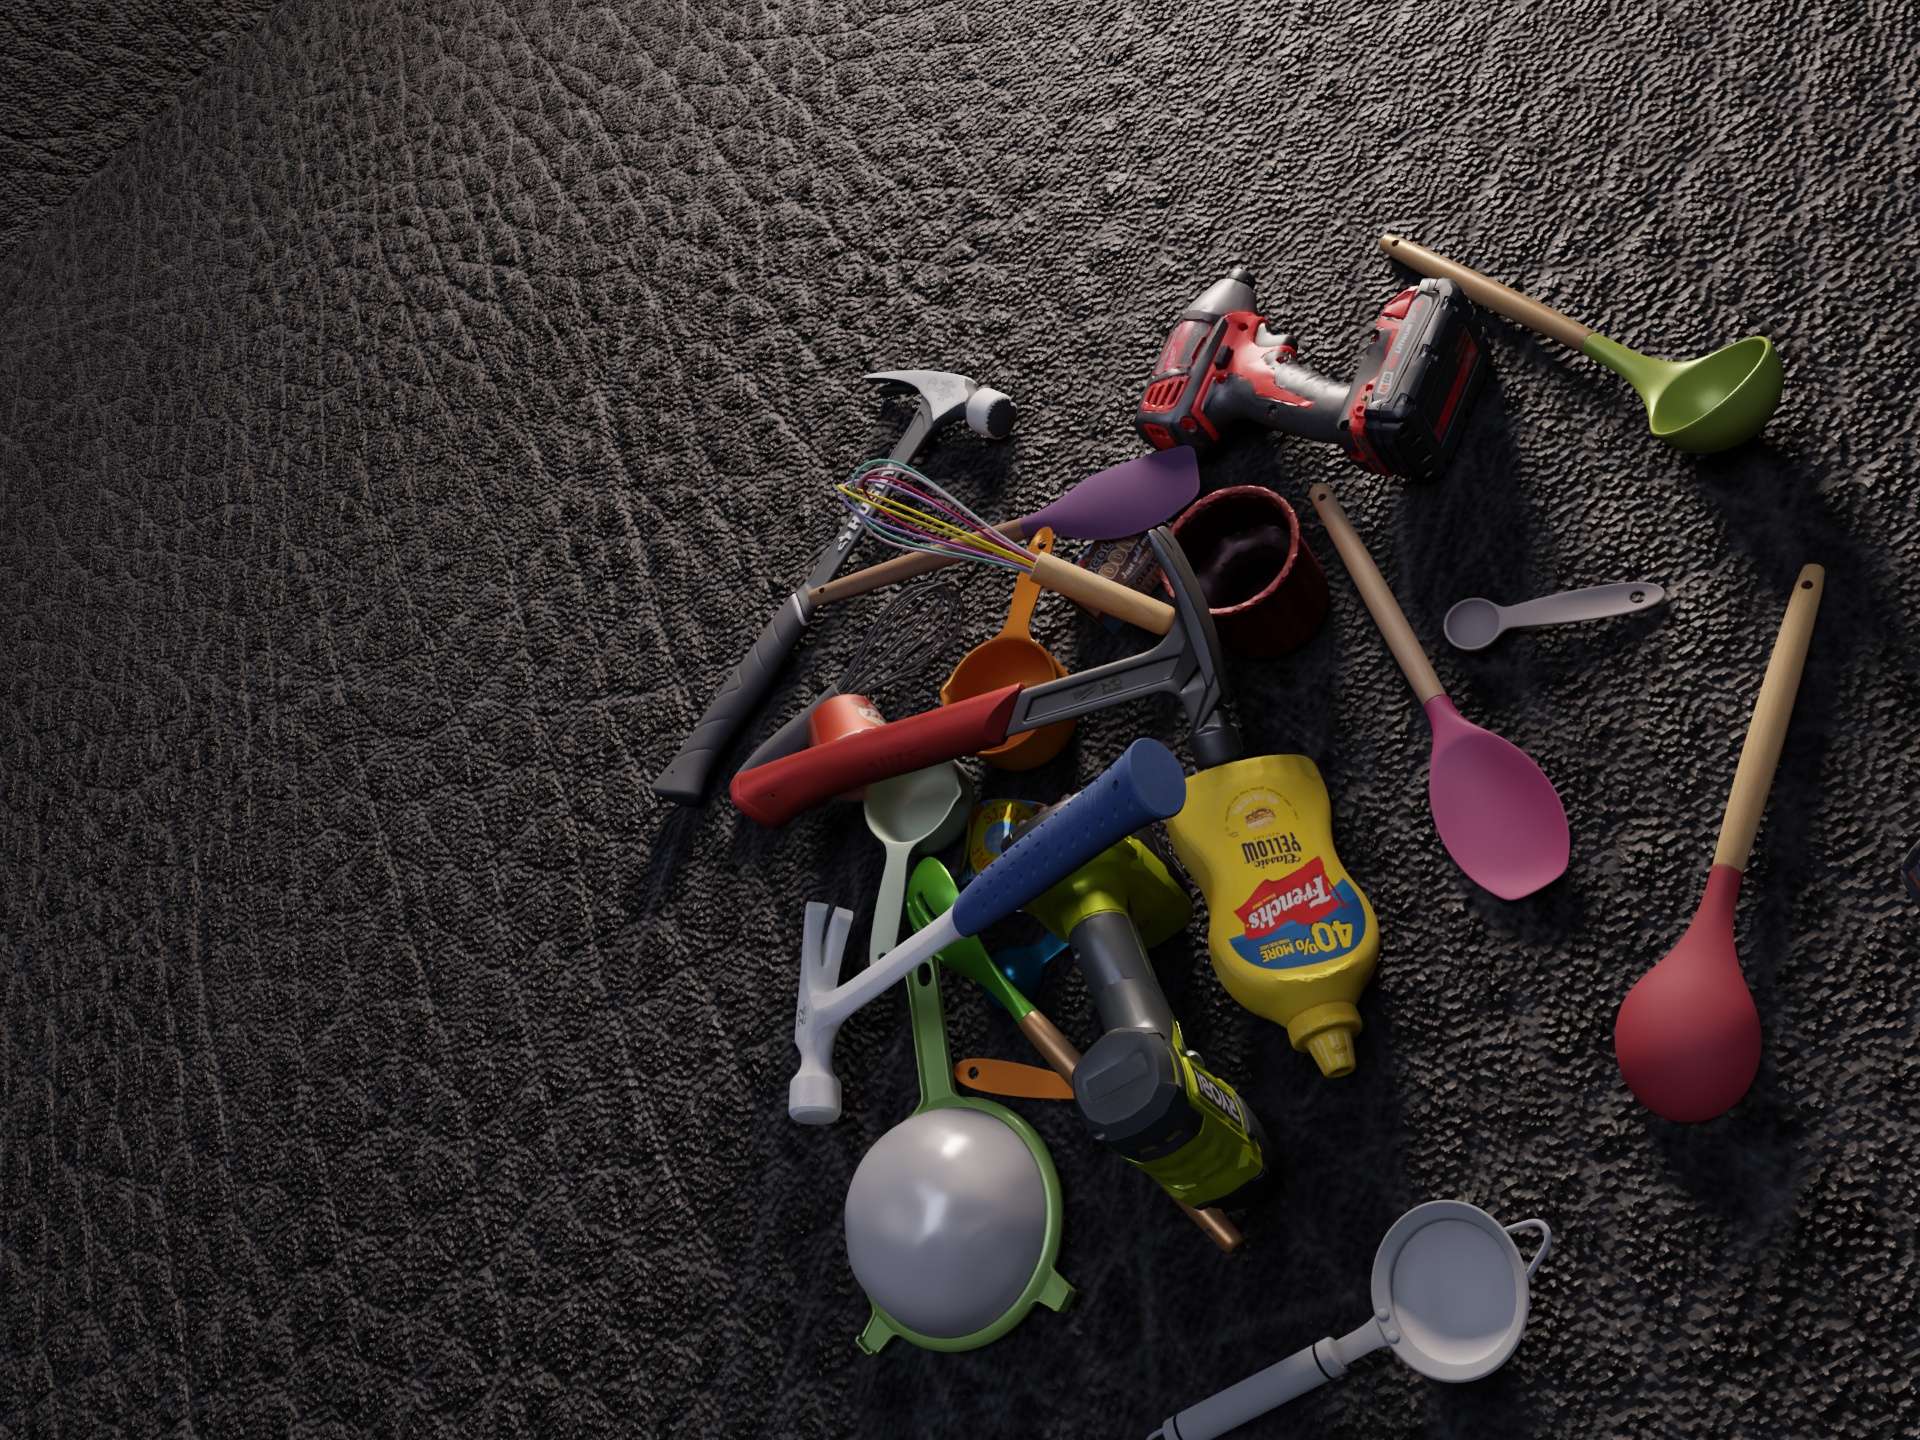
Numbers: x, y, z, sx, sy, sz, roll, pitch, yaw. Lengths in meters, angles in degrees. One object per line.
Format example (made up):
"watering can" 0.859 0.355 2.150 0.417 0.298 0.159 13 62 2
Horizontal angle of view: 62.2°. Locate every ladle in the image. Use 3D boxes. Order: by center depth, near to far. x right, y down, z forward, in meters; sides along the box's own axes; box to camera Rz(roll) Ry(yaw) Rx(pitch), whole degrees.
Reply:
"ladle" 0.411 0.056 0.836 0.069 0.031 0.315 11 71 37
"ladle" 0.374 -0.255 1.004 0.078 0.062 0.320 -47 48 4

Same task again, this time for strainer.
"strainer" 0.199 0.326 0.824 0.258 0.050 0.087 -36 46 19
"strainer" -0.024 0.252 0.981 0.151 0.069 0.257 -23 59 25

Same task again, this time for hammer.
"hammer" -0.004 0.111 0.921 0.405 0.035 0.144 -42 40 48
"hammer" -0.002 -0.003 1.041 0.359 0.036 0.149 -17 94 26
"hammer" -0.119 -0.107 1.259 0.149 0.036 0.409 31 85 41

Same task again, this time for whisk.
"whisk" 0.031 -0.115 1.075 0.245 0.047 0.051 23 74 2
"whisk" -0.087 -0.019 1.189 0.239 0.055 0.055 -42 51 14

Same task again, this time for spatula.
"spatula" 0.024 -0.129 1.148 0.316 0.018 0.060 -15 62 25

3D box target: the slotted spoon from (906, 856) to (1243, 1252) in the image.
"slotted spoon" 0.058 0.198 0.963 0.031 0.070 0.314 -23 52 -32

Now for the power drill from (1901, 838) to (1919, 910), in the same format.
"power drill" 0.564 0.079 0.683 0.226 0.084 0.186 -25 63 9

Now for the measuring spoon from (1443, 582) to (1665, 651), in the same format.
"measuring spoon" 0.352 -0.062 0.946 0.124 0.018 0.034 -9 65 21

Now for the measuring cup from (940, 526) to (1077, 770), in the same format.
"measuring cup" 0.049 -0.047 1.106 0.095 0.052 0.174 4 69 34

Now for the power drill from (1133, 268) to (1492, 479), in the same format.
"power drill" 0.233 -0.240 1.076 0.220 0.078 0.143 15 75 40

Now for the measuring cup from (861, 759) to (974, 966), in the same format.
"measuring cup" -0.033 0.099 1.095 0.083 0.038 0.168 -3 67 32

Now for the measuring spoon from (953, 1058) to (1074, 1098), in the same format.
"measuring spoon" 0.045 0.227 0.996 0.117 0.011 0.021 -1 74 37

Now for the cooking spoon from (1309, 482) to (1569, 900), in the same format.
"cooking spoon" 0.280 -0.031 0.970 0.068 0.017 0.319 -34 52 22

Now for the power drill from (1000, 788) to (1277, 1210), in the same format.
"power drill" 0.106 0.161 0.899 0.080 0.171 0.223 -32 44 16

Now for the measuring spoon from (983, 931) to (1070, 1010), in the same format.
"measuring spoon" 0.061 0.136 1.022 0.128 0.021 0.042 -43 51 9
